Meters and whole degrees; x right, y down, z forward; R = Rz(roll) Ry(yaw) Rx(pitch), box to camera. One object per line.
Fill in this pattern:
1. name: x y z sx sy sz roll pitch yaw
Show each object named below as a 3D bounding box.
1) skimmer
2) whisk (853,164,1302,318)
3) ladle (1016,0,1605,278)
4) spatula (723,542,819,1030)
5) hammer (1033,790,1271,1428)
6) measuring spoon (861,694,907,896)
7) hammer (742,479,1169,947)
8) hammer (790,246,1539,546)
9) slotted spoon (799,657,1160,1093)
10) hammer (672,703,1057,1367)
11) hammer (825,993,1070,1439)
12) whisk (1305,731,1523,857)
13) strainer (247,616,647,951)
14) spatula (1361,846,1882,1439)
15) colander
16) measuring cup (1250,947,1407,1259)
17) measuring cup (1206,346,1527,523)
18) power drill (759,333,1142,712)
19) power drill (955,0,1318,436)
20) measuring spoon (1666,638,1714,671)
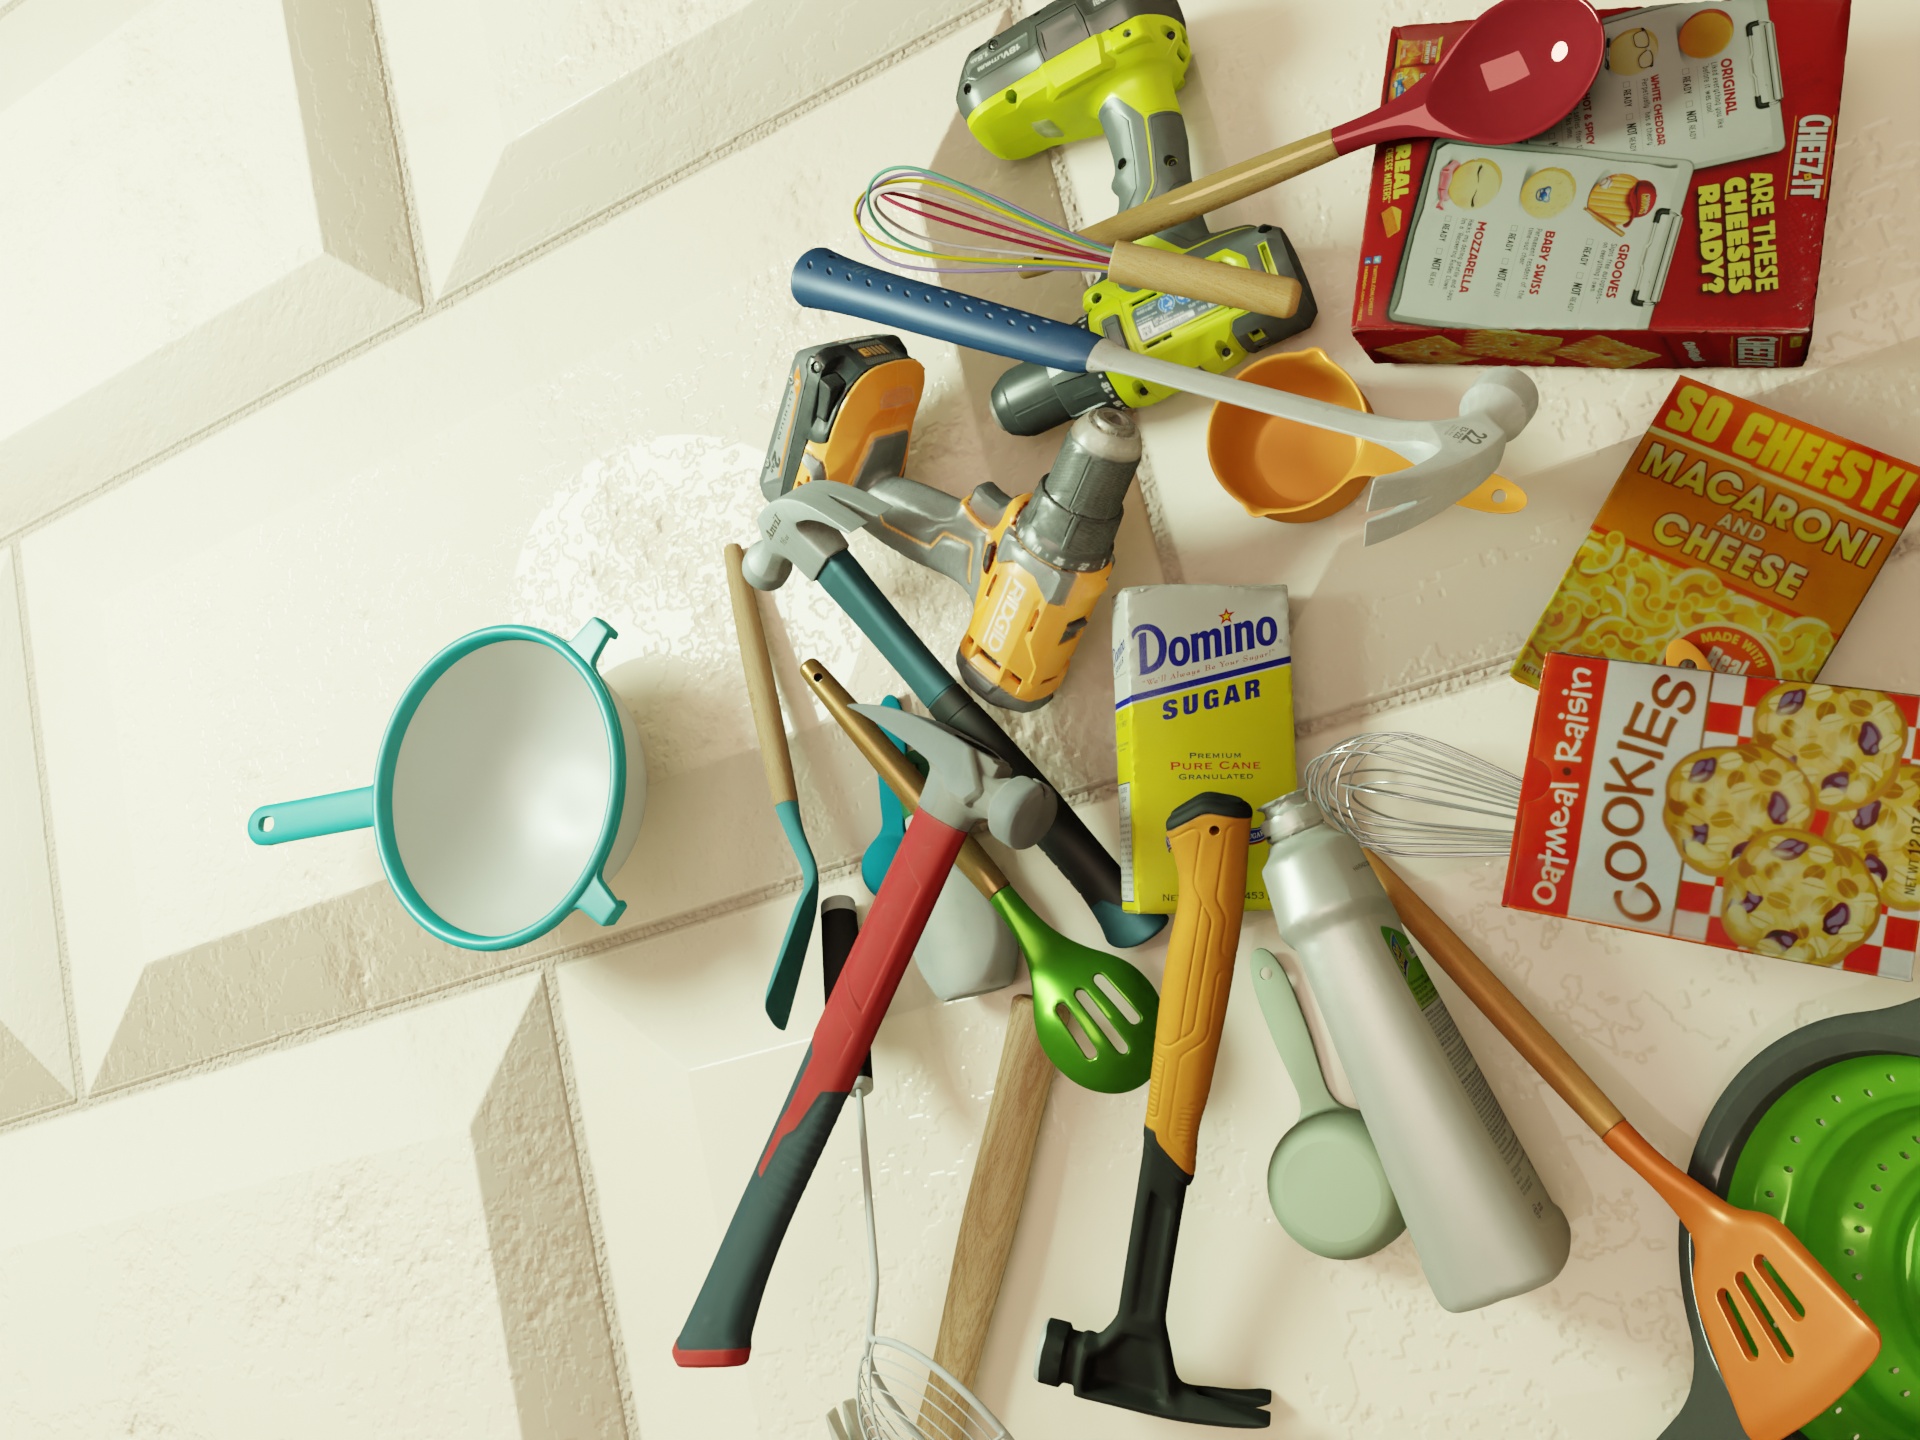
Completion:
1. skimmer: -0.023 0.264 0.900 0.090 0.127 0.364 0 56 -14
2. whisk: 0.061 -0.254 0.848 0.245 0.047 0.051 14 125 7
3. ladle: 0.169 -0.288 0.822 0.315 0.031 0.069 -14 83 27
4. spatula: -0.125 0.031 0.996 0.044 0.082 0.318 -13 69 -2
5. hammer: 0.120 0.204 0.826 0.127 0.034 0.337 9 100 12
6. measuring spoon: -0.046 0.047 0.979 0.042 0.021 0.129 -4 85 26
7. hammer: -0.001 -0.003 0.909 0.331 0.033 0.128 50 148 6
8. hammer: 0.078 -0.187 0.830 0.406 0.144 0.035 22 134 26
9. slotted spoon: 0.004 0.080 0.909 0.070 0.031 0.314 -39 73 -5
10. hammer: -0.081 0.182 0.887 0.143 0.038 0.386 30 99 39
11. hammer: 0.007 0.322 0.923 0.130 0.031 0.331 13 91 26
12. whisk: 0.311 0.054 0.786 0.285 0.070 0.070 11 90 22
13. strainer: -0.337 0.056 1.085 0.340 0.095 0.211 -10 78 27
14. spatula: 0.289 0.177 0.756 0.323 0.041 0.081 52 129 35
15. colander: 0.385 0.299 0.705 0.205 0.094 0.397 -108 37 -57
16. measuring cup: 0.183 0.202 0.841 0.083 0.038 0.168 -24 77 22
17. measuring cup: 0.219 -0.137 0.851 0.174 0.052 0.095 22 95 24
18. power drill: -0.003 -0.138 0.915 0.226 0.084 0.185 41 131 23
19. power drill: 0.081 -0.289 0.920 0.190 0.080 0.229 -21 79 23
20. measuring spoon: 0.359 0.015 0.744 0.021 0.011 0.117 -24 78 21
